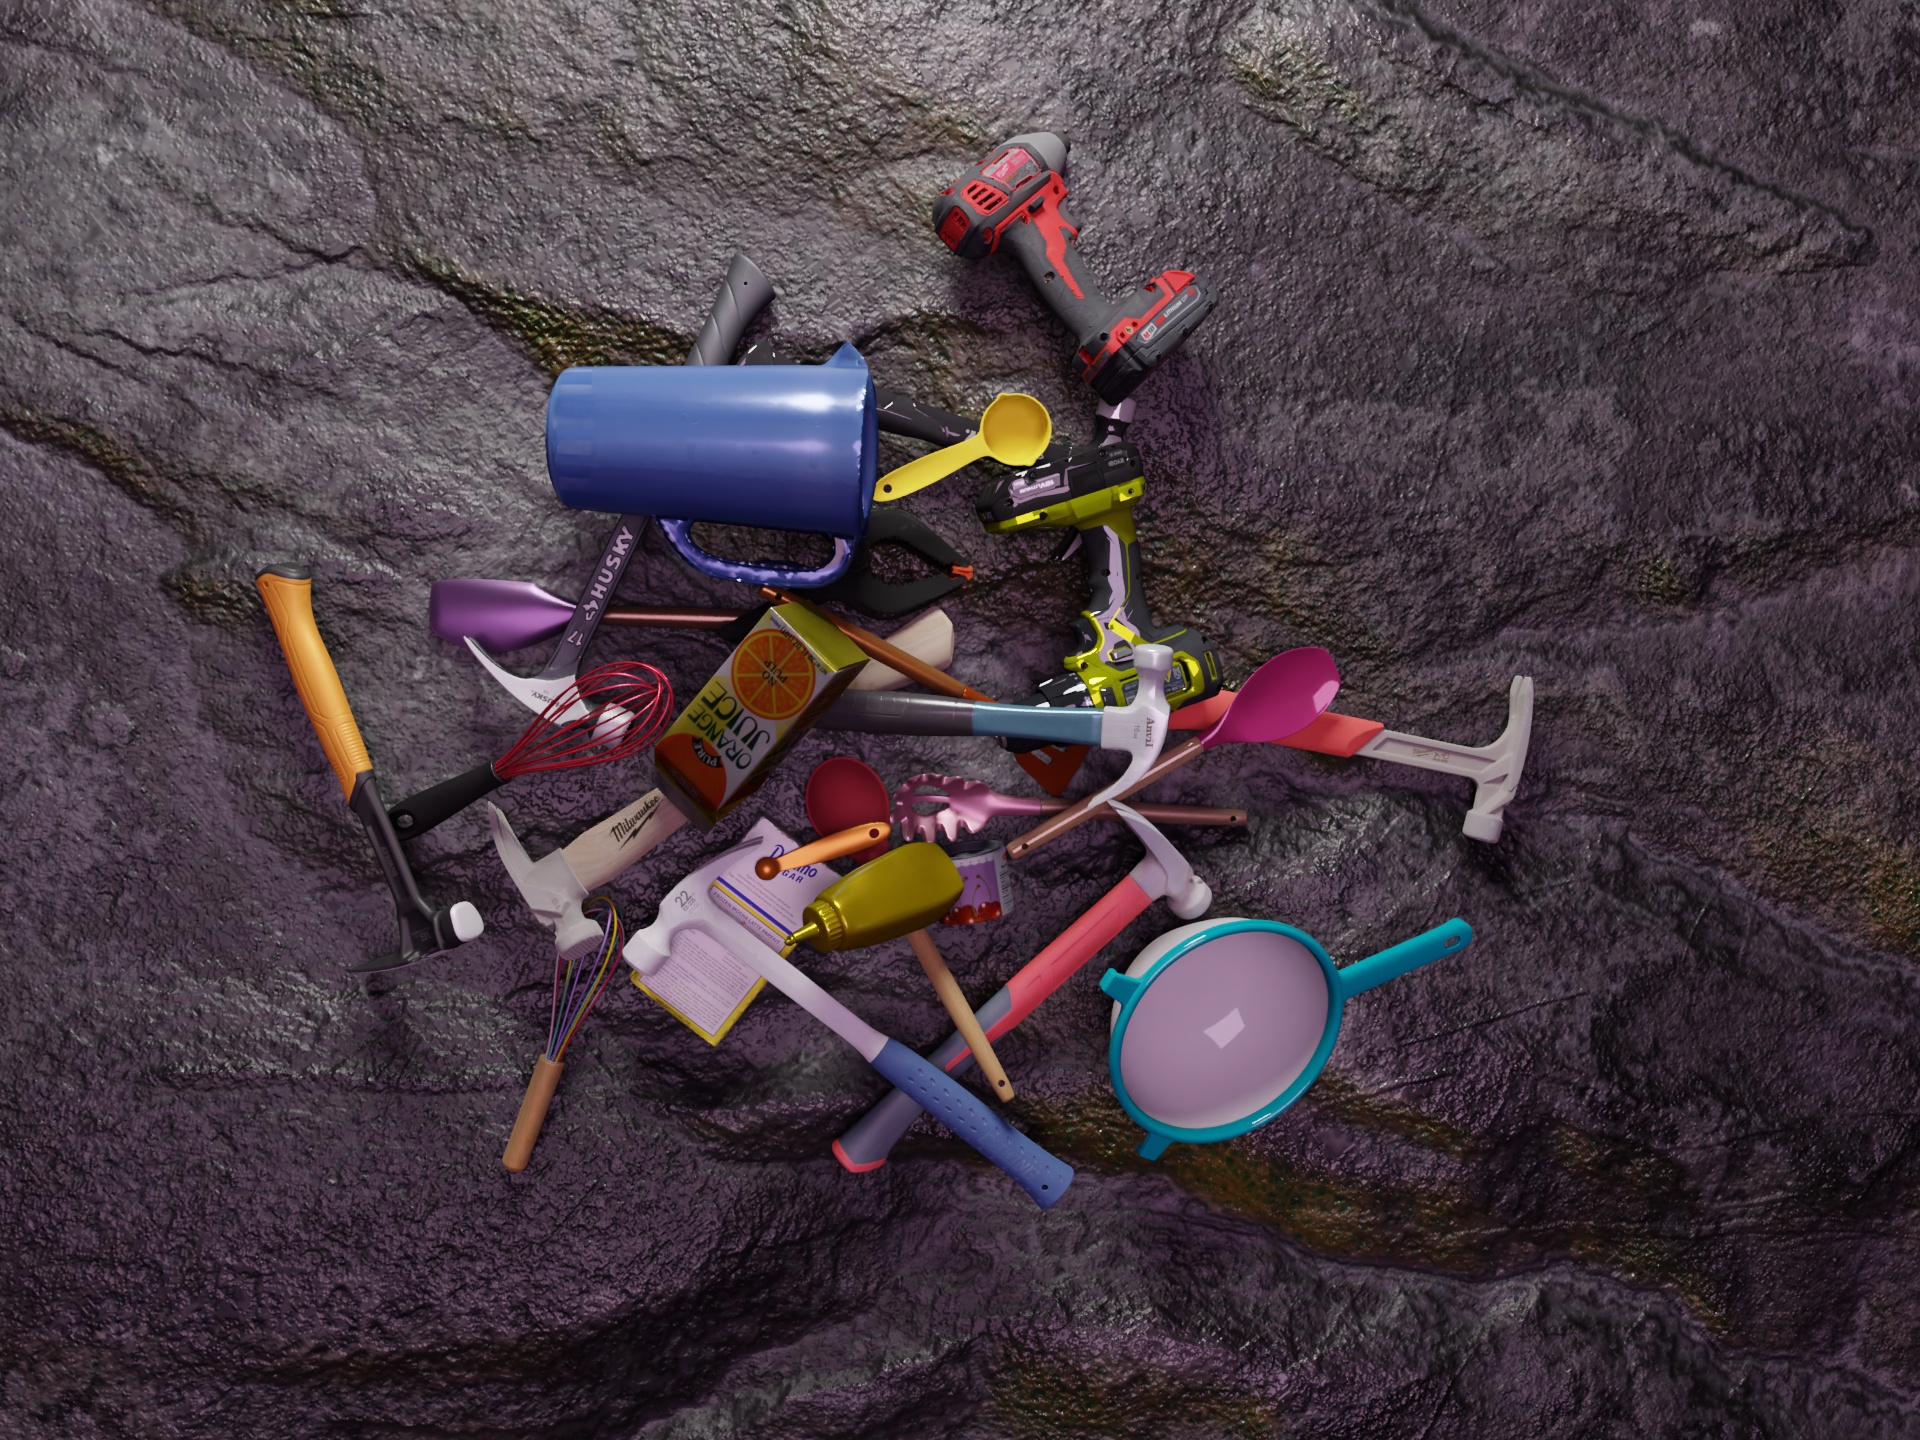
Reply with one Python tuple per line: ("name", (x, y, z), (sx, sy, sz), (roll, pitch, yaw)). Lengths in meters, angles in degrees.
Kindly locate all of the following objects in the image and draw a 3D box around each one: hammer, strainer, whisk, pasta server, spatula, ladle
("hammer", (-0.002, -0.004, 1.248), (0.331, 0.033, 0.128), (4, 101, 12))
("hammer", (0.033, 0.232, 1.339), (0.386, 0.038, 0.143), (-42, 124, 1))
("hammer", (-0.491, 0.036, 1.270), (0.127, 0.034, 0.337), (-21, 90, 26))
("strainer", (0.267, 0.222, 1.356), (0.340, 0.095, 0.210), (-20, 116, -12))
("whisk", (-0.332, 0.259, 1.320), (0.047, 0.051, 0.245), (22, 96, 13))
("hammer", (-0.071, 0.257, 1.293), (0.405, 0.035, 0.144), (39, 94, -7))
("pasta server", (0.095, 0.077, 1.347), (0.316, 0.040, 0.060), (4, 104, -11))
("hammer", (-0.186, 0.022, 1.307), (0.410, 0.038, 0.146), (-34, 73, -8))
("hammer", (-0.256, -0.189, 1.285), (0.149, 0.036, 0.409), (25, 87, -3))
("whisk", (-0.345, 0.032, 1.248), (0.296, 0.073, 0.073), (-25, 97, 20))
("hammer", (0.317, 0.001, 1.376), (0.359, 0.037, 0.149), (12, 93, -8))
("spatula", (-0.275, -0.084, 1.309), (0.316, 0.018, 0.060), (1, 89, -6))
("spatula", (-0.023, -0.034, 1.299), (0.322, 0.041, 0.081), (28, 92, -19))
("ladle", (-0.037, 0.172, 1.314), (0.069, 0.031, 0.315), (-28, 80, -10))
("hammer", (-0.026, -0.237, 1.302), (0.334, 0.035, 0.146), (14, 93, -14))

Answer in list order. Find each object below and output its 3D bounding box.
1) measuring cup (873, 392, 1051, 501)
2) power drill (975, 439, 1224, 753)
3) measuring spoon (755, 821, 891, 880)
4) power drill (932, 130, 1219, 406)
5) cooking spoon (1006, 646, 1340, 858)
("measuring cup", (-0.001, -0.214, 1.284), (0.156, 0.029, 0.062), (-24, 100, 2))
("power drill", (0.094, -0.094, 1.282), (0.190, 0.080, 0.228), (-19, 99, -12))
("measuring spoon", (-0.112, 0.106, 1.302), (0.117, 0.011, 0.021), (-18, 92, -6))
("power drill", (0.096, -0.379, 1.295), (0.219, 0.078, 0.143), (45, 65, -2))
("cooking spoon", (0.178, 0.032, 1.333), (0.319, 0.017, 0.068), (-30, 106, -5))
